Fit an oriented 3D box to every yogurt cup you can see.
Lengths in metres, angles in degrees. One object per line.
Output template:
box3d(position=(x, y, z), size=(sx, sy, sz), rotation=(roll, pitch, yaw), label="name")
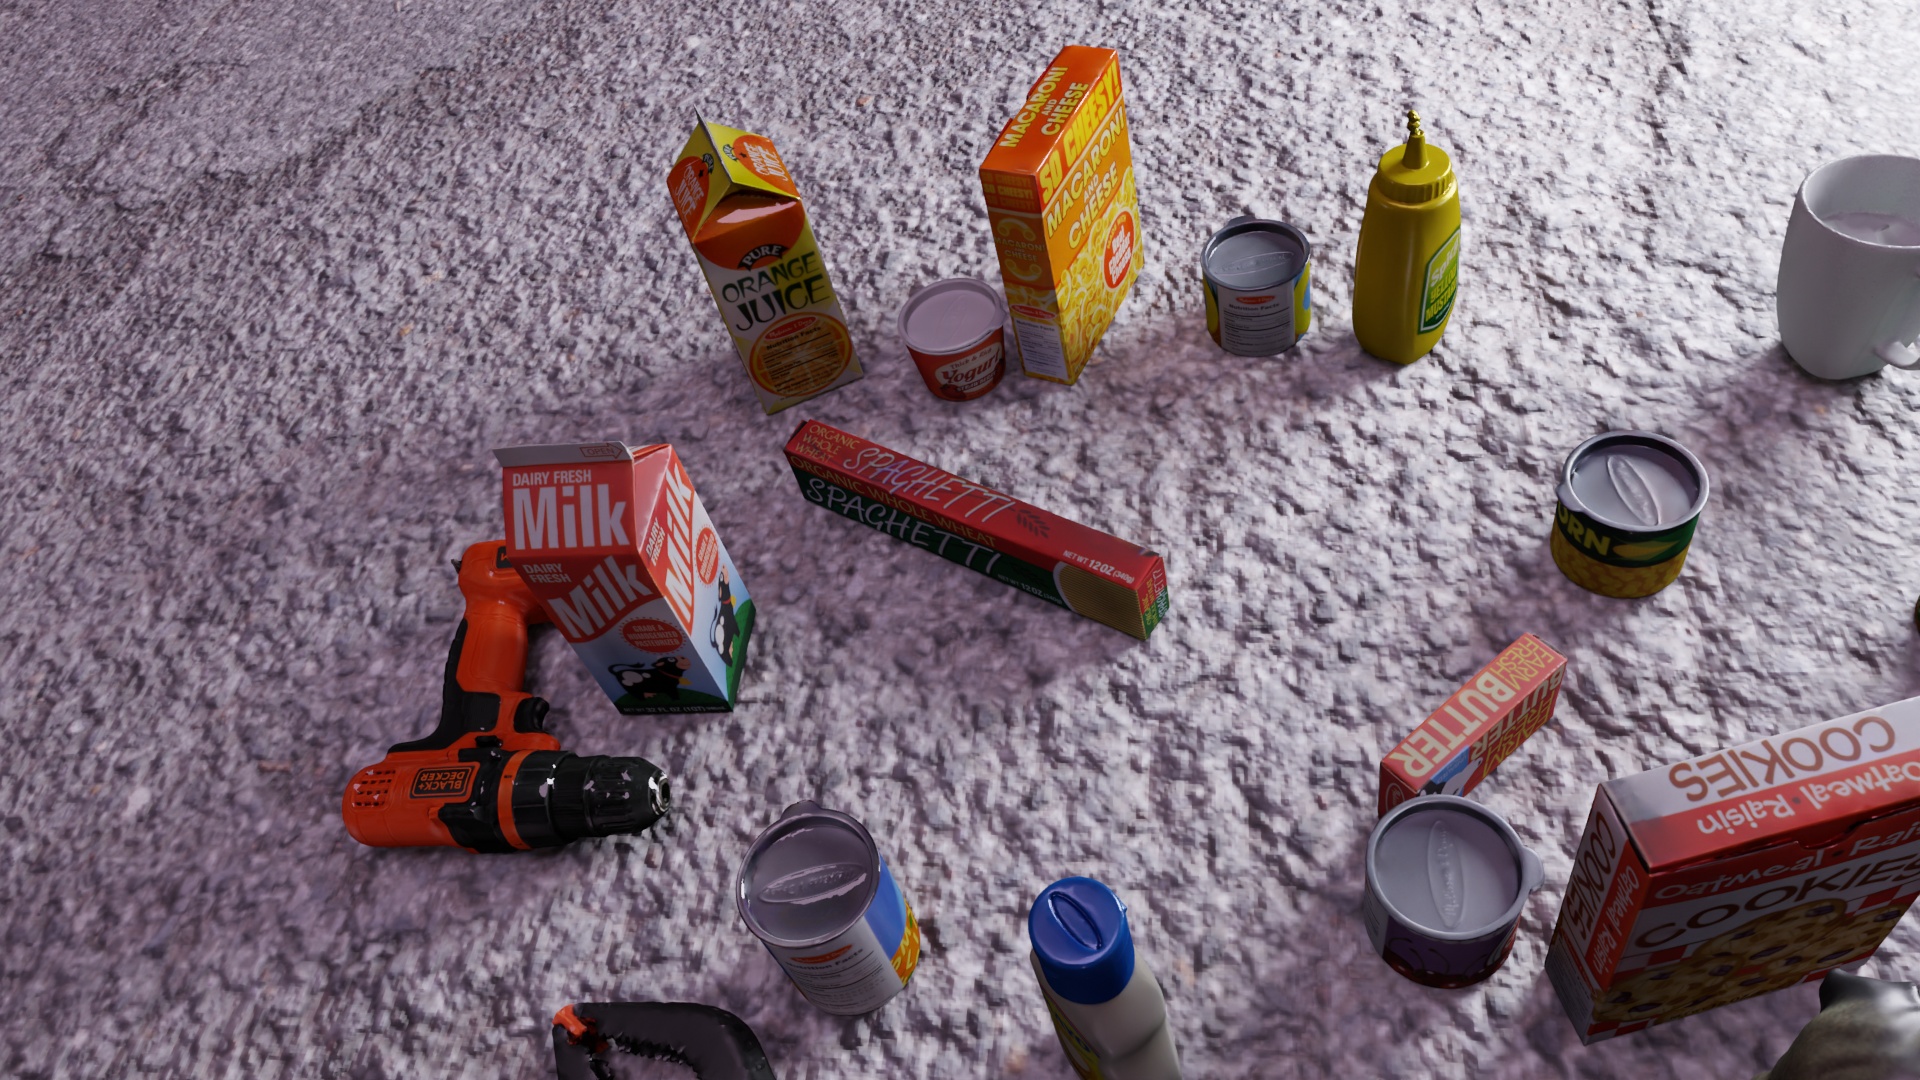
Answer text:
box3d(position=(-0.002, -0.127, 0.892), size=(0.072, 0.053, 0.073), rotation=(-7, 50, 9), label="yogurt cup")

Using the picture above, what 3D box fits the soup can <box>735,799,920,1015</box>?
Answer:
box3d(position=(-0.059, 0.171, 0.644), size=(0.071, 0.083, 0.072), rotation=(-7, 50, 9), label="soup can")

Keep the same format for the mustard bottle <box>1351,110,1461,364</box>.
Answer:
box3d(position=(0.257, -0.174, 0.794), size=(0.049, 0.159, 0.065), rotation=(28, 63, 31), label="mustard bottle")

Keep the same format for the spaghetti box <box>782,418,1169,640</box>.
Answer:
box3d(position=(0.003, -0.010, 0.798), size=(0.250, 0.050, 0.029), rotation=(22, 60, 29), label="spaghetti box")

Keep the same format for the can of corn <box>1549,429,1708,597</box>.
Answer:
box3d(position=(0.336, -0.012, 0.708), size=(0.071, 0.058, 0.071), rotation=(-7, 50, 9), label="can of corn")

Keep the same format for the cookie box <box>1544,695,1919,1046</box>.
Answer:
box3d(position=(0.299, 0.131, 0.529), size=(0.123, 0.166, 0.040), rotation=(-16, 50, 1), label="cookie box")

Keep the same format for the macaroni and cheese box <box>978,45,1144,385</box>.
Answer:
box3d(position=(0.066, -0.198, 0.859), size=(0.040, 0.165, 0.124), rotation=(15, 57, 25), label="macaroni and cheese box")

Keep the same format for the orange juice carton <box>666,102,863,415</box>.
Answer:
box3d(position=(-0.127, -0.178, 0.875), size=(0.073, 0.191, 0.072), rotation=(-23, 50, -4), label="orange juice carton")

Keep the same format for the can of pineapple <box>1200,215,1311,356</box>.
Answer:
box3d(position=(0.185, -0.159, 0.867), size=(0.071, 0.057, 0.071), rotation=(-7, 50, 9), label="can of pineapple")

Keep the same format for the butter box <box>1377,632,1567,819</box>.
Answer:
box3d(position=(0.239, 0.092, 0.651), size=(0.104, 0.053, 0.024), rotation=(-36, 52, -15), label="butter box")

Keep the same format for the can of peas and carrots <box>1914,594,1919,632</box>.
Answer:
box3d(position=(0.484, 0.024, 0.640), size=(0.071, 0.058, 0.071), rotation=(-7, 50, 9), label="can of peas and carrots")

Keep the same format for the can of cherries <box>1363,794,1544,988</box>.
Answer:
box3d(position=(0.212, 0.154, 0.604), size=(0.071, 0.058, 0.072), rotation=(-7, 50, 9), label="can of cherries")

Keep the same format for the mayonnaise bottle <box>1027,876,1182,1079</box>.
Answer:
box3d(position=(0.056, 0.183, 0.561), size=(0.041, 0.147, 0.065), rotation=(-35, 52, -14), label="mayonnaise bottle")

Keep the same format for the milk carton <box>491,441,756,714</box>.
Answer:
box3d(position=(-0.175, 0.012, 0.733), size=(0.072, 0.189, 0.074), rotation=(-3, 51, 12), label="milk carton")
